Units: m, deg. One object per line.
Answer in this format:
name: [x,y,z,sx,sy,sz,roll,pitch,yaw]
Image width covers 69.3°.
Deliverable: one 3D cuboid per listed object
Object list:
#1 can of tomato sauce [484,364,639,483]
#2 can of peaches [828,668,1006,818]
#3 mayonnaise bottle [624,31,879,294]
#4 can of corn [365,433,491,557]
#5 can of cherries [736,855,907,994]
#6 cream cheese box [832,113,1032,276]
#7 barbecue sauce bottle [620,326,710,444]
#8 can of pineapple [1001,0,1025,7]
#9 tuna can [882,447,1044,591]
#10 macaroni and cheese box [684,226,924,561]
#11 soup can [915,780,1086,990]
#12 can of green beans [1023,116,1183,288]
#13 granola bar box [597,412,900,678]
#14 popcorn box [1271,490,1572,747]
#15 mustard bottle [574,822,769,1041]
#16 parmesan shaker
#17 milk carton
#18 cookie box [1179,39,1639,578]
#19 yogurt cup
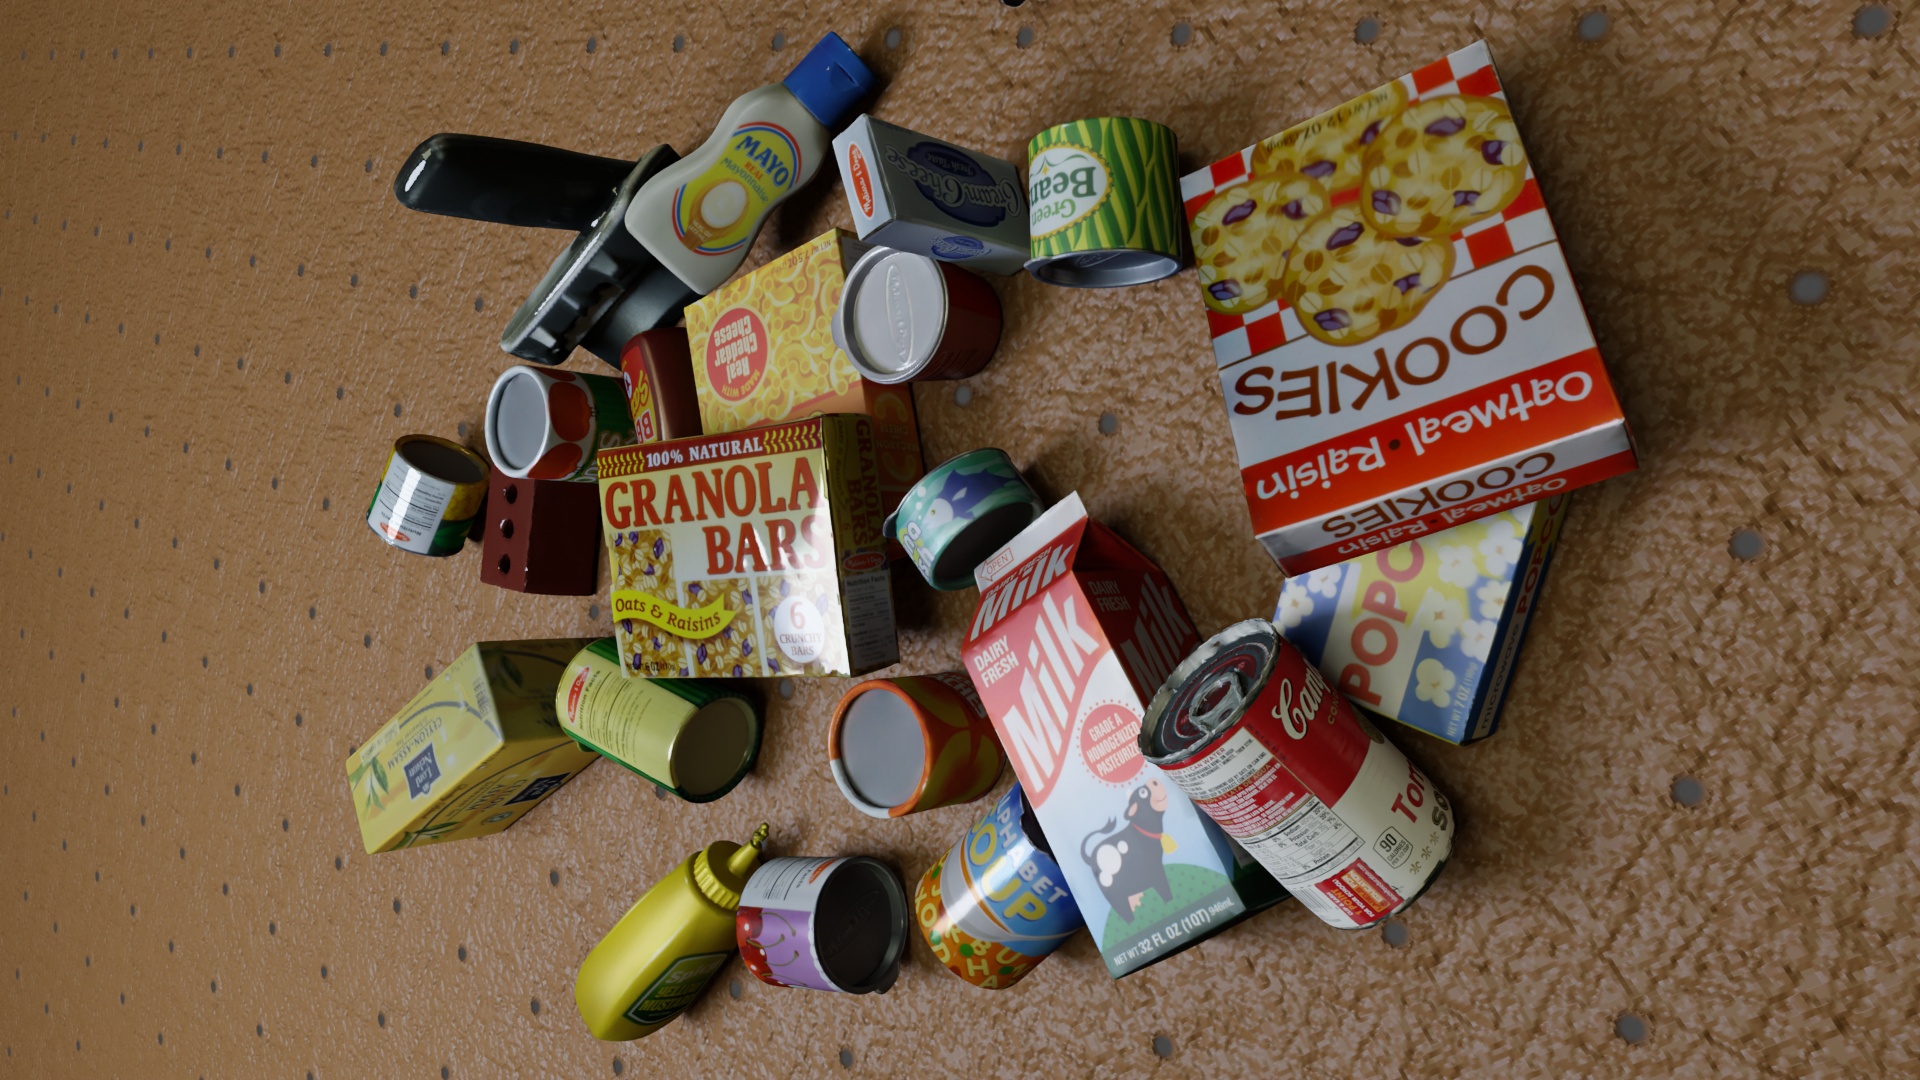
can of tomato sauce: [-0.226,-0.066,0.822,0.071,0.083,0.071,-1,88,39]
can of peaches: [-0.020,0.095,0.668,0.071,0.058,0.071,-1,89,39]
mayonnaise bottle: [-0.107,-0.202,0.732,0.148,0.064,0.041,-44,26,8]
can of corn: [-0.358,-0.032,0.940,0.071,0.071,0.058,42,113,32]
can of cherries: [-0.069,0.195,0.699,0.058,0.071,0.071,-11,82,38]
cream cheese box: [-0.008,-0.156,0.638,0.024,0.104,0.053,-27,71,38]
barbecue sauce bottle: [-0.157,-0.042,0.787,0.064,0.044,0.148,146,113,-65]
can of pineapple: [0.013,-0.292,0.648,0.058,0.071,0.070,31,108,36]
tuna can: [0.002,-0.008,0.645,0.070,0.071,0.033,-50,61,26]
macaroni and cheese box: [-0.083,-0.063,0.735,0.123,0.040,0.166,-18,77,38]
soup can: [0.027,0.151,0.620,0.083,0.071,0.071,-49,61,27]
can of green beans: [0.063,-0.145,0.604,0.071,0.071,0.058,-4,86,39]
granola bar box: [-0.112,0.006,0.702,0.165,0.039,0.124,-5,92,37]
popcorn box: [0.174,0.003,0.527,0.085,0.038,0.126,22,102,38]
mustard bottle: [-0.151,0.212,0.767,0.159,0.065,0.049,-51,56,21]
parmesan shaker: [-0.170,0.103,0.783,0.103,0.071,0.071,18,100,37]
milk carton: [0.066,0.076,0.589,0.072,0.073,0.191,-39,65,32]
cookie box: [0.155,-0.083,0.504,0.122,0.040,0.168,-20,58,25]
yogurt cup: [-0.017,-0.108,0.675,0.072,0.054,0.072,-1,88,39]
